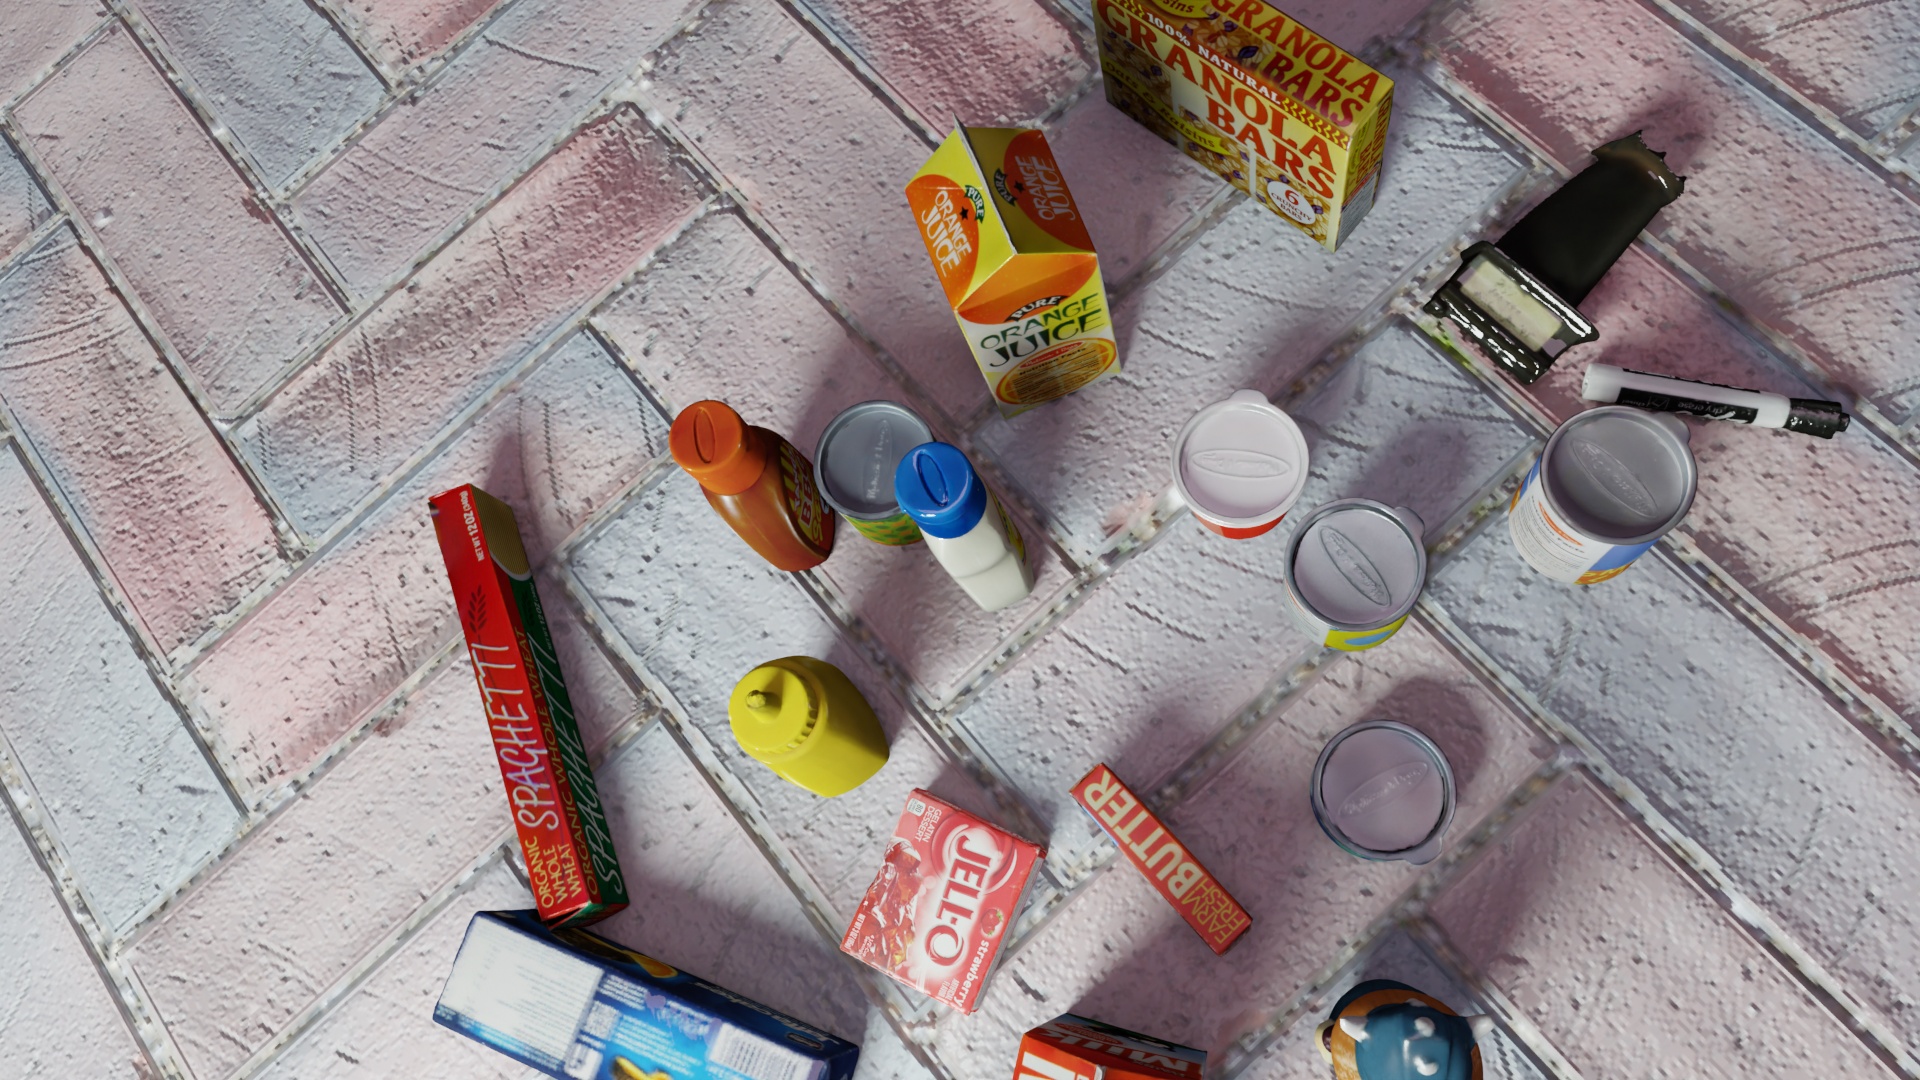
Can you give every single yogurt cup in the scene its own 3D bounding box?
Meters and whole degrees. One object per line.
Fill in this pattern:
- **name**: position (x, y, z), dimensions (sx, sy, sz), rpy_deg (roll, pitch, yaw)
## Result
- **yogurt cup**: position (0.143, -0.033, 0.712), dimensions (0.072, 0.054, 0.072), rpy_deg (-3, 74, 11)

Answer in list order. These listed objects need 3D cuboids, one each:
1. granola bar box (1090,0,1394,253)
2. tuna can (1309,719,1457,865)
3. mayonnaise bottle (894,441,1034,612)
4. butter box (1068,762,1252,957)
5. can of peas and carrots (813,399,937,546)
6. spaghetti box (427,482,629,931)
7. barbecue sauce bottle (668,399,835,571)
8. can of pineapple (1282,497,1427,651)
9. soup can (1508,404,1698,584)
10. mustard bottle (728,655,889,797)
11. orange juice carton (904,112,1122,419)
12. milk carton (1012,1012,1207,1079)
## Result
- **granola bar box**: position (0.146, -0.236, 0.731), dimensions (0.166, 0.124, 0.039), rpy_deg (40, 86, 18)
- **tuna can**: position (0.204, 0.123, 0.668), dimensions (0.071, 0.032, 0.071), rpy_deg (-3, 74, 11)
- **mayonnaise bottle**: position (0.002, -0.009, 0.684), dimensions (0.041, 0.148, 0.065), rpy_deg (-25, 72, 4)
- **butter box**: position (0.097, 0.153, 0.670), dimensions (0.024, 0.053, 0.104), rpy_deg (-43, 71, -2)
- **can of peas and carrots**: position (-0.037, -0.035, 0.746), dimensions (0.071, 0.058, 0.071), rpy_deg (-3, 75, 11)
- **spaghetti box**: position (-0.236, 0.087, 0.756), dimensions (0.028, 0.050, 0.250), rpy_deg (-24, 72, 4)
- **barbecue sauce bottle**: position (-0.105, -0.030, 0.711), dimensions (0.043, 0.148, 0.065), rpy_deg (-13, 73, 8)
- **can of pineapple**: position (0.195, 0.018, 0.686), dimensions (0.071, 0.057, 0.071), rpy_deg (-3, 75, 11)
- **soup can**: position (0.305, -0.021, 0.661), dimensions (0.071, 0.083, 0.071), rpy_deg (-3, 75, 11)
- **mustard bottle**: position (-0.078, 0.086, 0.667), dimensions (0.049, 0.160, 0.065), rpy_deg (-34, 72, 1)
- **orange juice carton**: position (0.027, -0.134, 0.690), dimensions (0.073, 0.192, 0.072), rpy_deg (-22, 72, 5)
- **milk carton**: position (0.059, 0.247, 0.579), dimensions (0.073, 0.190, 0.072), rpy_deg (11, 78, 14)
